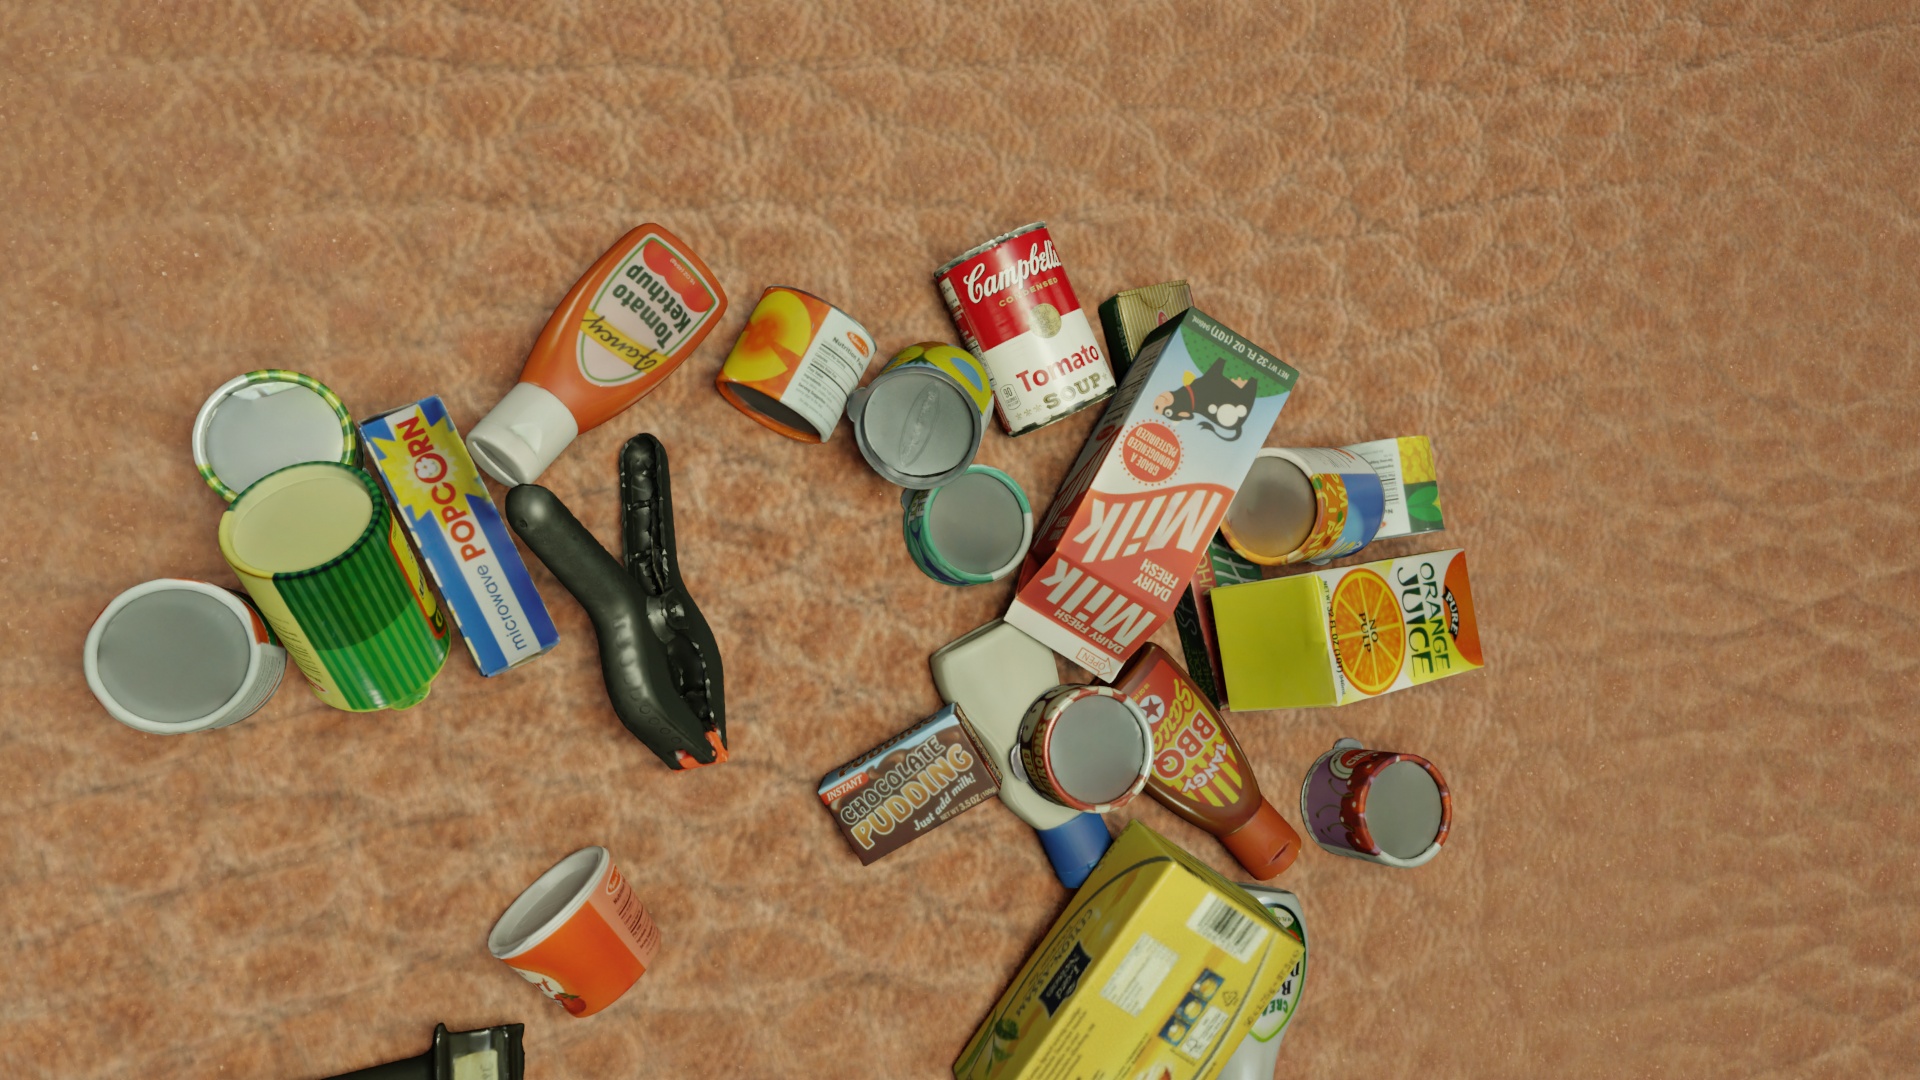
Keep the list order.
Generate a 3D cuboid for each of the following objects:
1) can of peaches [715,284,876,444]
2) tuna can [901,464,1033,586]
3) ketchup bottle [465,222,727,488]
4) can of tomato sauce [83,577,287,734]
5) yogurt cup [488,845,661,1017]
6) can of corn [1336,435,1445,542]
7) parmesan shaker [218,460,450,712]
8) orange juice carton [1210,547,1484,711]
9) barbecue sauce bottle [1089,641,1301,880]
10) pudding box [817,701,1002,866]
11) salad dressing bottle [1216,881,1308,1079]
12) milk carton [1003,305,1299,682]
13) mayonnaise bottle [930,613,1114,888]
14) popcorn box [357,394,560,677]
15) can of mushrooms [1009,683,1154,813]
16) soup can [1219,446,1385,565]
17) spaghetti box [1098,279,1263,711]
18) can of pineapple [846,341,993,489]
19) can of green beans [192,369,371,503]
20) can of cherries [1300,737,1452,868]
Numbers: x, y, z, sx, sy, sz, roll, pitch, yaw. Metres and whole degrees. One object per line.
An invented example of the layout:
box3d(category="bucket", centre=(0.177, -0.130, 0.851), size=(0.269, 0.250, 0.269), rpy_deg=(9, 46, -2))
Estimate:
box3d(category="can of peaches", centre=(-0.087, -0.091, 0.723), size=(0.071, 0.071, 0.058), rpy_deg=(29, 76, -15))
box3d(category="tuna can", centre=(0.003, -0.010, 0.762), size=(0.071, 0.033, 0.071), rpy_deg=(2, 84, -20))
box3d(category="ketchup bottle", centre=(-0.179, -0.088, 0.680), size=(0.064, 0.043, 0.149), rpy_deg=(47, 56, -20))
box3d(category="can of tomato sauce", centre=(-0.338, 0.050, 0.607), size=(0.071, 0.083, 0.071), rpy_deg=(2, 84, -19))
box3d(category="yogurt cup", centre=(-0.180, 0.188, 0.661), size=(0.072, 0.072, 0.054), rpy_deg=(-42, 107, -18))
box3d(category="can of corn", centre=(0.254, -0.029, 0.838), size=(0.071, 0.071, 0.058), rpy_deg=(-7, 87, -20))
box3d(category="parmesan shaker", centre=(-0.271, 0.023, 0.612), size=(0.071, 0.102, 0.072), rpy_deg=(1, 52, -1))
box3d(category="orange juice carton", centre=(0.238, 0.048, 0.803), size=(0.193, 0.073, 0.072), rpy_deg=(-6, 86, -41))
box3d(category="barbecue sauce bottle", centre=(0.134, 0.129, 0.789), size=(0.065, 0.043, 0.148), rpy_deg=(-44, 100, -11))
box3d(category="pudding box", centre=(-0.026, 0.126, 0.724), size=(0.083, 0.030, 0.049), rpy_deg=(-30, 94, 5))
box3d(category="salad dressing bottle", centre=(0.161, 0.271, 0.784), size=(0.064, 0.044, 0.148), rpy_deg=(9, 82, -16))
box3d(category="milk carton", centre=(0.098, -0.023, 0.751), size=(0.072, 0.073, 0.191), rpy_deg=(31, 83, -7))
box3d(category="mayonnaise bottle", centre=(0.041, 0.117, 0.759), size=(0.065, 0.041, 0.148), rpy_deg=(-27, 95, -17))
box3d(category="popcorn box", centre=(-0.233, 0.002, 0.649), size=(0.038, 0.085, 0.126), rpy_deg=(-27, 93, -19))
box3d(category="can of mushrooms", centre=(0.064, 0.109, 0.727), size=(0.071, 0.033, 0.071), rpy_deg=(1, 86, -21))
box3d(category="soup can", centre=(0.193, -0.018, 0.788), size=(0.084, 0.071, 0.071), rpy_deg=(-4, 86, -51))
box3d(category="spaghetti box", centre=(0.136, -0.026, 0.814), size=(0.050, 0.028, 0.250), rpy_deg=(-13, 89, -20))
box3d(category="can of pineapple", centre=(-0.019, -0.068, 0.733), size=(0.071, 0.058, 0.070), rpy_deg=(3, 111, 7))
box3d(category="can of green beans", centre=(-0.312, -0.042, 0.639), size=(0.071, 0.057, 0.071), rpy_deg=(2, 84, -20))
box3d(category="can of cherries", centre=(0.245, 0.154, 0.818), size=(0.071, 0.058, 0.071), rpy_deg=(2, 85, -20))
